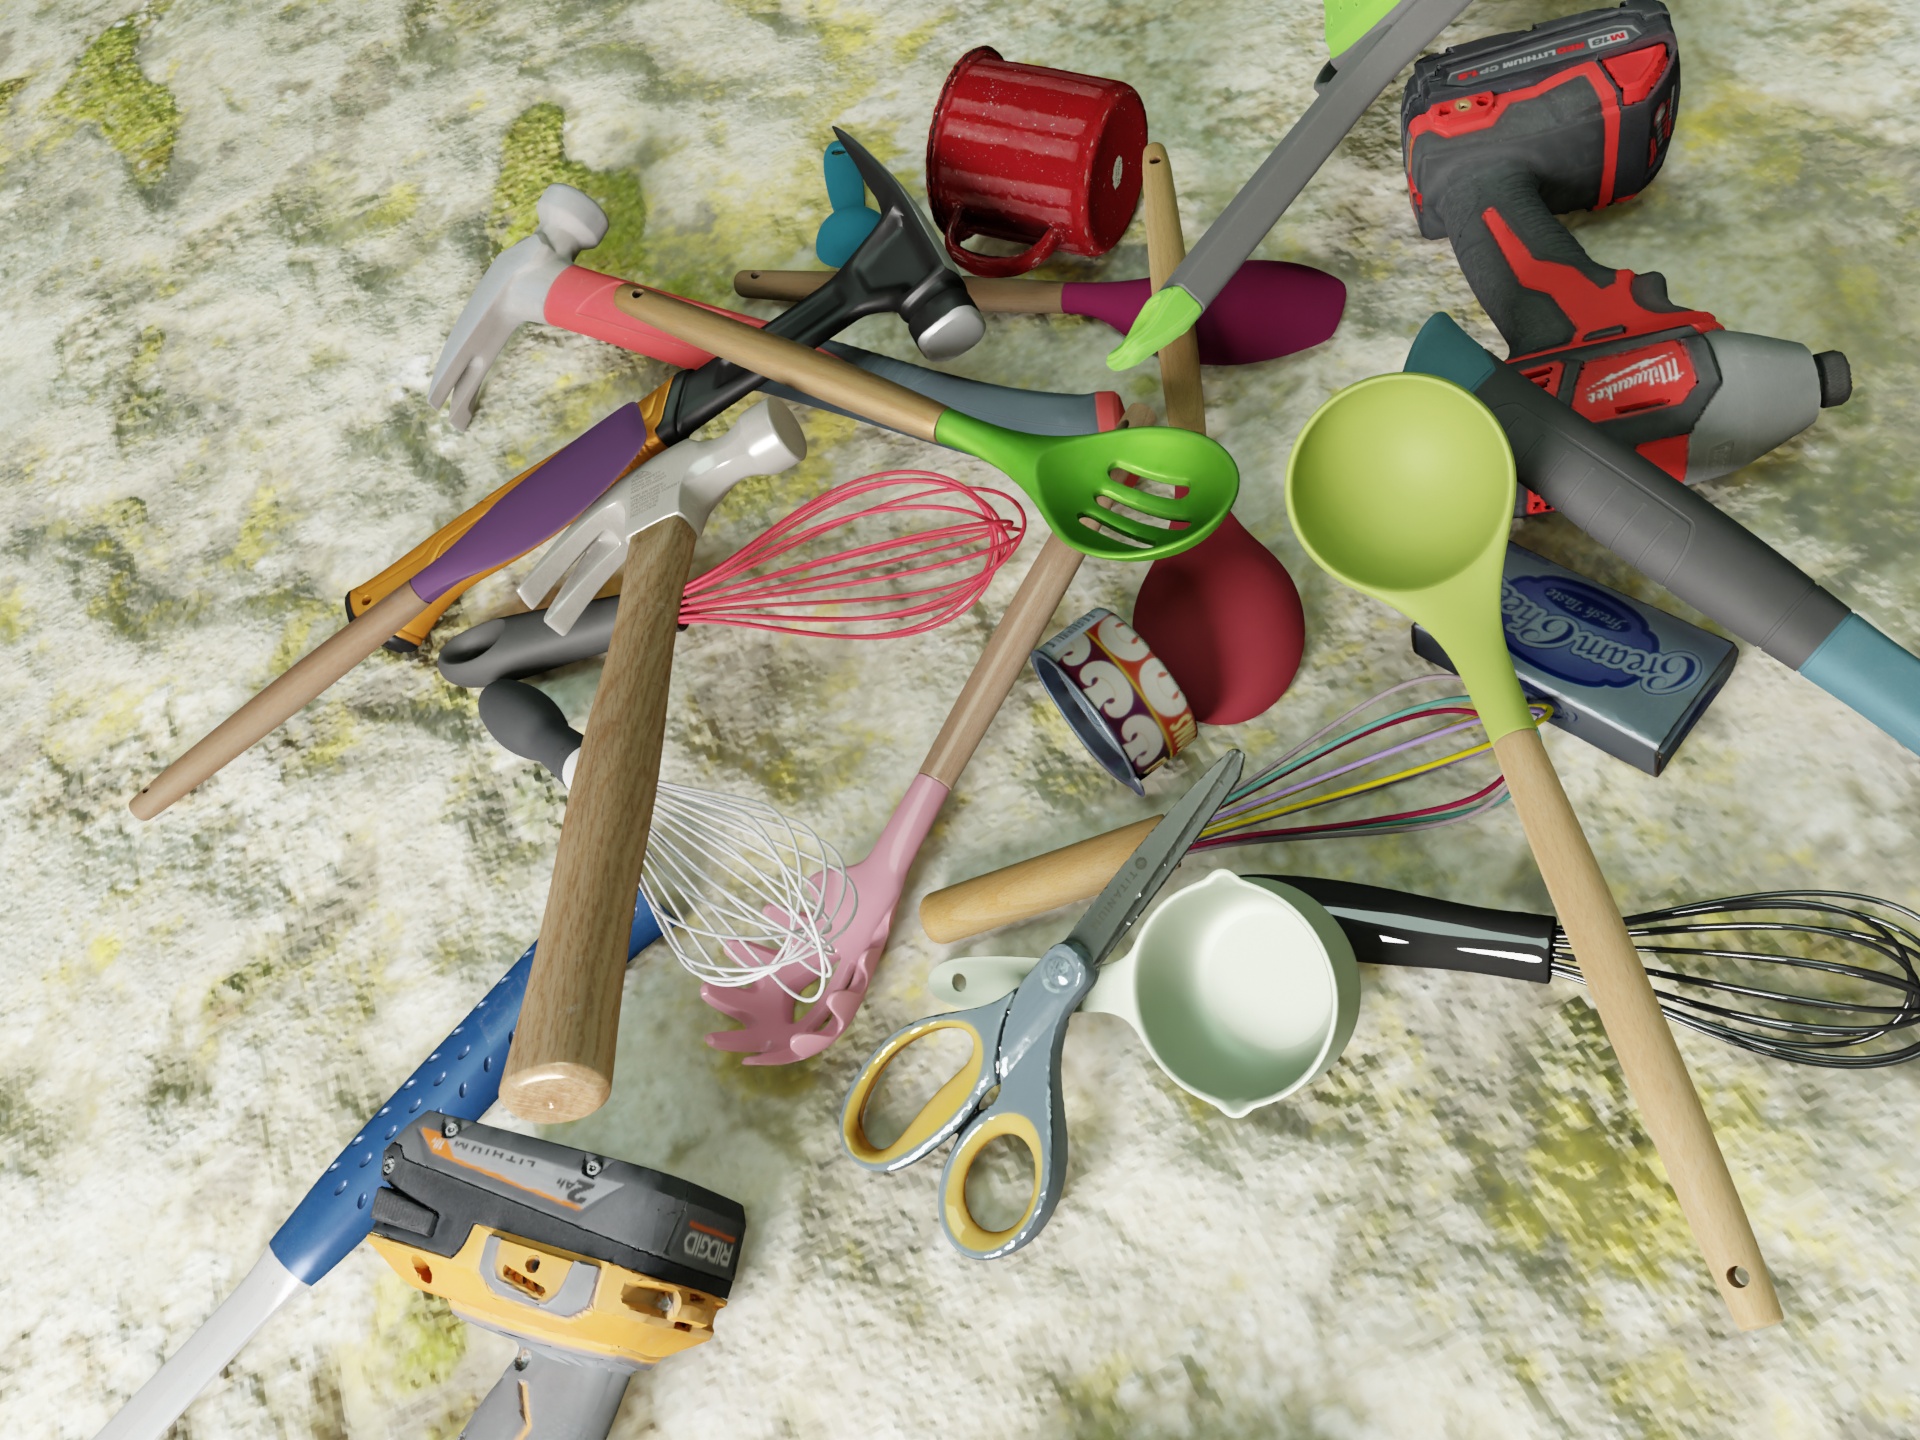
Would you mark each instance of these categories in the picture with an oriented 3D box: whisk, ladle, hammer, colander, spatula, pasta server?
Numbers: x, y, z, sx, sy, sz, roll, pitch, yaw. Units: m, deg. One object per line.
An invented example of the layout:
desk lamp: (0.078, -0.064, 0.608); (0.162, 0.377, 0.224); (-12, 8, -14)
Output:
whisk: (0.101, 0.038, 0.596); (0.245, 0.051, 0.047); (-20, 34, 11)
ladle: (0.100, -0.142, 0.699); (0.069, 0.031, 0.316); (-9, 60, 12)
whisk: (0.197, 0.074, 0.533); (0.239, 0.055, 0.055); (5, 61, 26)
whisk: (-0.110, -0.055, 0.711); (0.296, 0.073, 0.073); (-12, 56, 19)
hammer: (0.281, -0.035, 0.542); (0.128, 0.033, 0.331); (-43, 69, -12)
hammer: (-0.155, -0.140, 0.753); (0.337, 0.034, 0.127); (-32, 66, 9)
colander: (0.164, -0.324, 0.701); (0.094, 0.204, 0.397); (41, 79, -10)
spatula: (-0.269, -0.044, 0.738); (0.316, 0.018, 0.060); (-35, 42, 11)
hammer: (-0.094, -0.163, 0.778); (0.386, 0.038, 0.143); (22, 78, 26)
pasta server: (-0.001, -0.002, 0.633); (0.060, 0.040, 0.316); (18, 72, 39)
hammer: (-0.267, 0.211, 0.606); (0.144, 0.035, 0.405); (33, 74, 32)
ladle: (0.182, 0.027, 0.504); (0.078, 0.062, 0.320); (-28, 62, 27)
whisk: (-0.132, 0.032, 0.635); (0.070, 0.070, 0.285); (-47, 41, -13)
hammer: (-0.127, 0.001, 0.595); (0.130, 0.031, 0.332); (-24, 39, 20)

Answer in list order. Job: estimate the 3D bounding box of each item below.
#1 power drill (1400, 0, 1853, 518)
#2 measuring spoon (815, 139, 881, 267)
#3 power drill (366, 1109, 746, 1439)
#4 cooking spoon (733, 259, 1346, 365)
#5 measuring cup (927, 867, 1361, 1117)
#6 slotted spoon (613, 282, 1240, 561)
power drill: (0.265, -0.188, 0.659); (0.143, 0.078, 0.220); (-10, 60, 14)
measuring spoon: (-0.062, -0.284, 0.848); (0.042, 0.021, 0.129); (-11, 48, 0)
power drill: (-0.184, 0.252, 0.529); (0.185, 0.084, 0.226); (7, 66, 22)
cooking spoon: (0.028, -0.209, 0.783); (0.319, 0.017, 0.069); (9, 61, 23)
measuring cup: (0.063, 0.094, 0.571); (0.167, 0.038, 0.083); (-5, 86, 37)
slotted spoon: (-0.027, -0.135, 0.674); (0.314, 0.031, 0.070); (26, 67, 23)
